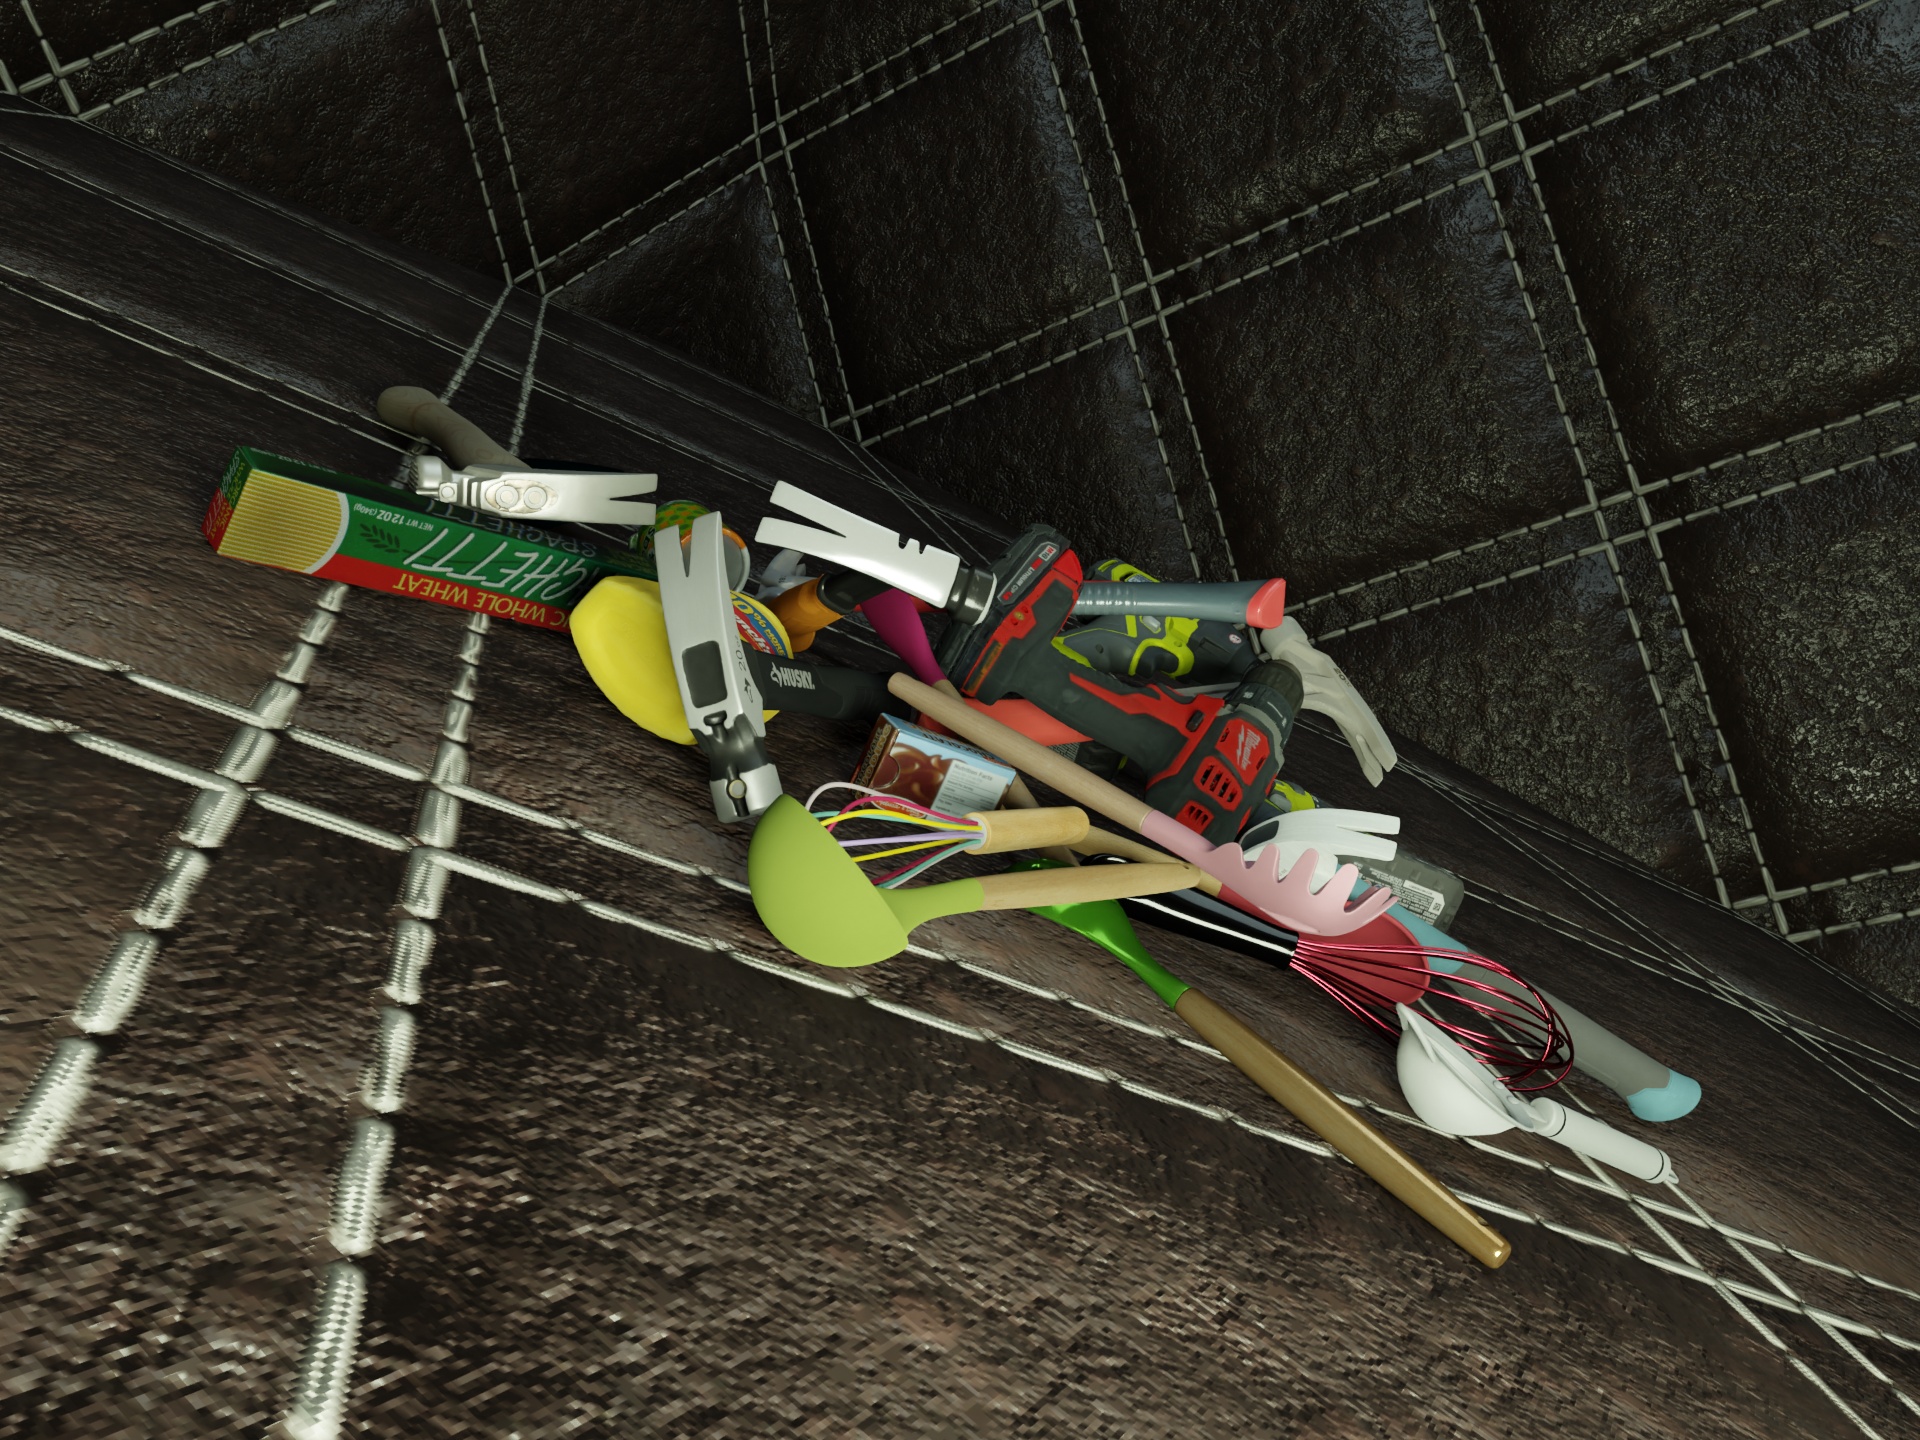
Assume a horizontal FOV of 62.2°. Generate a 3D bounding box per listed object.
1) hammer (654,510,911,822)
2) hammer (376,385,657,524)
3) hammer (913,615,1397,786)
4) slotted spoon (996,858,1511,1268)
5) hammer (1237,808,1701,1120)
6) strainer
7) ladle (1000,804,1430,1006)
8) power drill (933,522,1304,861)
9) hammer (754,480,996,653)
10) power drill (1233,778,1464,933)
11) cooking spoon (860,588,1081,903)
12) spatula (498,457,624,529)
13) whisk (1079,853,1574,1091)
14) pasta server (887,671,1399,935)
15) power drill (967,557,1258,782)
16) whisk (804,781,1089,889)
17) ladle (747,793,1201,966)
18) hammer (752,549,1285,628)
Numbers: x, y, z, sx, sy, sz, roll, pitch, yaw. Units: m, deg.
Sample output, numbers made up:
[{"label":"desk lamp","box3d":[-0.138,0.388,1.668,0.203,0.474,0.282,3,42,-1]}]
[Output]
[{"label":"hammer","box3d":[-0.084,-0.023,0.889,0.035,0.146,0.334,-17,-5,11]},{"label":"hammer","box3d":[-0.337,-0.192,1.112,0.146,0.038,0.411,-1,18,-27]},{"label":"hammer","box3d":[0.130,0.000,1.093,0.359,0.036,0.149,-6,51,-29]},{"label":"slotted spoon","box3d":[0.126,0.147,0.751,0.070,0.031,0.314,6,24,-47]},{"label":"hammer","box3d":[0.314,0.157,0.984,0.331,0.128,0.033,32,47,-8]},{"label":"strainer","box3d":[0.300,0.207,0.831,0.258,0.050,0.087,27,16,-29]},{"label":"ladle","box3d":[0.130,0.094,0.954,0.315,0.069,0.031,21,36,4]},{"label":"power drill","box3d":[0.114,-0.028,1.033,0.227,0.080,0.188,36,44,6]},{"label":"hammer","box3d":[-0.089,-0.077,0.974,0.127,0.034,0.337,21,-9,-15]},{"label":"power drill","box3d":[0.258,0.097,1.146,0.190,0.080,0.229,21,9,-19]},{"label":"cooking spoon","box3d":[-0.002,-0.003,0.963,0.017,0.068,0.319,-20,50,-20]},{"label":"spatula","box3d":[-0.308,-0.142,1.053,0.082,0.044,0.317,8,12,3]},{"label":"whisk","box3d":[0.204,0.137,0.896,0.296,0.073,0.073,21,11,3]},{"label":"pasta server","box3d":[0.083,0.036,0.851,0.316,0.040,0.060,29,-3,32]},{"label":"power drill","box3d":[0.125,-0.040,1.230,0.171,0.080,0.223,33,39,23]},{"label":"whisk","box3d":[-0.003,0.056,0.782,0.051,0.047,0.244,35,19,31]},{"label":"ladle","box3d":[0.028,0.068,0.727,0.320,0.062,0.078,3,32,-50]},{"label":"hammer","box3d":[0.045,-0.098,1.190,0.386,0.038,0.143,1,24,5]}]
